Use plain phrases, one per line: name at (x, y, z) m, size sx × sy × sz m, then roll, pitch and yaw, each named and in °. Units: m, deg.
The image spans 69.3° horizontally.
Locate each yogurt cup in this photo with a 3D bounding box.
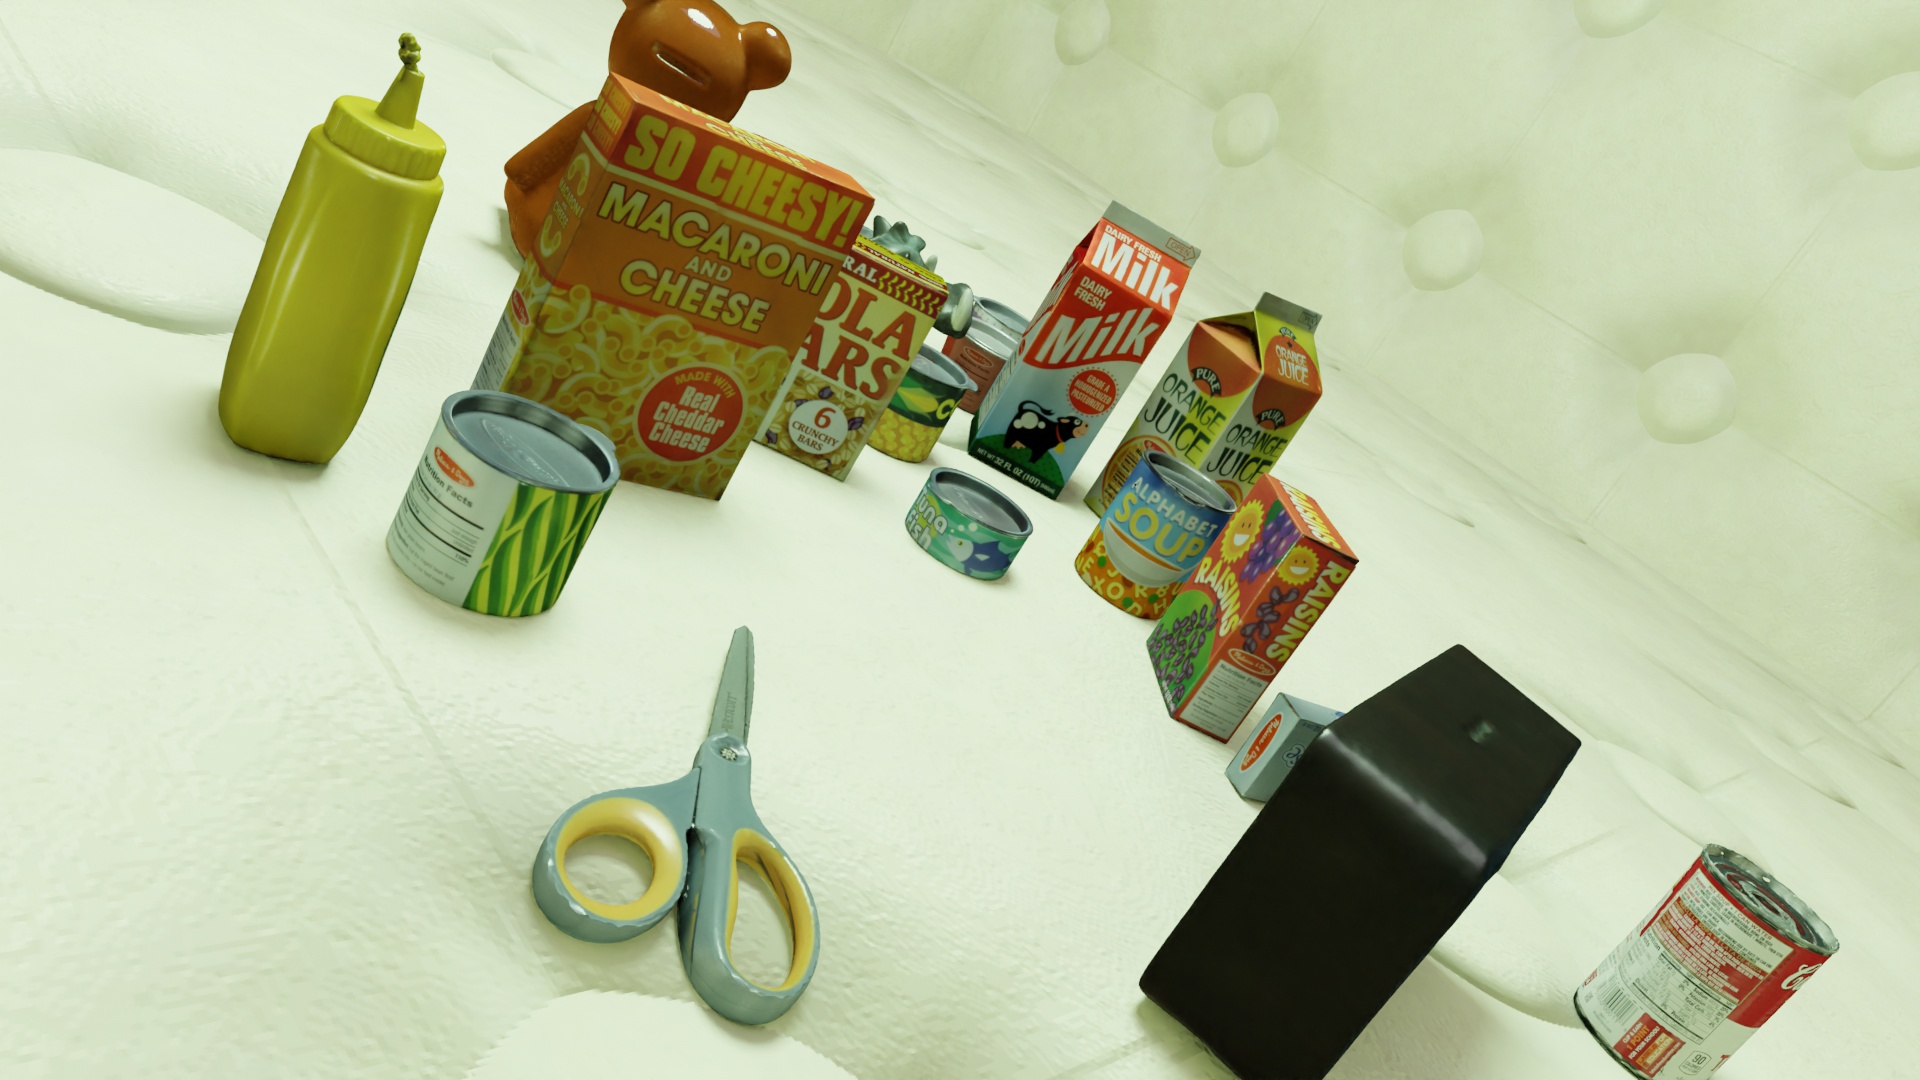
yogurt cup at (0.013, -0.128, 1.035) m, size 0.072 × 0.053 × 0.073 m, roll 27°, pitch 20°, yaw -11°

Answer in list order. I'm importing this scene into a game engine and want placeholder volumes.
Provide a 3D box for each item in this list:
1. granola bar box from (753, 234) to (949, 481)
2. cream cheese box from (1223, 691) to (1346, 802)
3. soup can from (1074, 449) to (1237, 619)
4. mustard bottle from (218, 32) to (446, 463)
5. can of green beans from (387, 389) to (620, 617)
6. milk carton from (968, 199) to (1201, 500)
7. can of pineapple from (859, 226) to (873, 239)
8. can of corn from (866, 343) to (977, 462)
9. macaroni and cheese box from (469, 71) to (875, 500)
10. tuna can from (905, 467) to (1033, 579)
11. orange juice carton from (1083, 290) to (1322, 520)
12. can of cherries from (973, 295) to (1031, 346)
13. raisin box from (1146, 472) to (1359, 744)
granola bar box at (-0.107, -0.121, 0.750) m, size 0.165 × 0.123 × 0.039 m, roll 25°, pitch 21°, yaw -17°
cream cheese box at (0.191, 0.116, 0.716) m, size 0.104 × 0.053 × 0.024 m, roll 19°, pitch 23°, yaw -30°
soup can at (0.118, -0.003, 0.846) m, size 0.071 × 0.083 × 0.071 m, roll 27°, pitch 20°, yaw -11°
mustard bottle at (-0.222, -0.106, 0.502) m, size 0.049 × 0.159 × 0.065 m, roll 16°, pitch 25°, yaw -36°
can of green beans at (-0.168, -0.013, 0.510) m, size 0.071 × 0.057 × 0.071 m, roll 27°, pitch 20°, yaw -11°
milk carton at (0.083, -0.131, 0.942) m, size 0.072 × 0.190 × 0.074 m, roll 28°, pitch 20°, yaw -9°
can of pineapple at (-0.085, -0.212, 1.087) m, size 0.071 × 0.057 × 0.071 m, roll 27°, pitch 20°, yaw -11°
can of corn at (-0.034, -0.089, 0.872) m, size 0.071 × 0.058 × 0.071 m, roll 27°, pitch 20°, yaw -11°
macaroni and cheese box at (-0.131, -0.106, 0.621) m, size 0.124 × 0.166 × 0.040 m, roll 13°, pitch 26°, yaw -40°
tuna can at (0.003, -0.010, 0.775) m, size 0.071 × 0.032 × 0.071 m, roll 27°, pitch 21°, yaw -11°
orange juice carton at (0.174, -0.079, 0.947) m, size 0.072 × 0.192 × 0.073 m, roll 12°, pitch 27°, yaw -43°
can of cherries at (0.025, -0.153, 1.104) m, size 0.071 × 0.058 × 0.072 m, roll 27°, pitch 20°, yaw -11°
raisin box at (0.155, 0.035, 0.753) m, size 0.040 × 0.123 × 0.086 m, roll 26°, pitch 20°, yaw -13°
